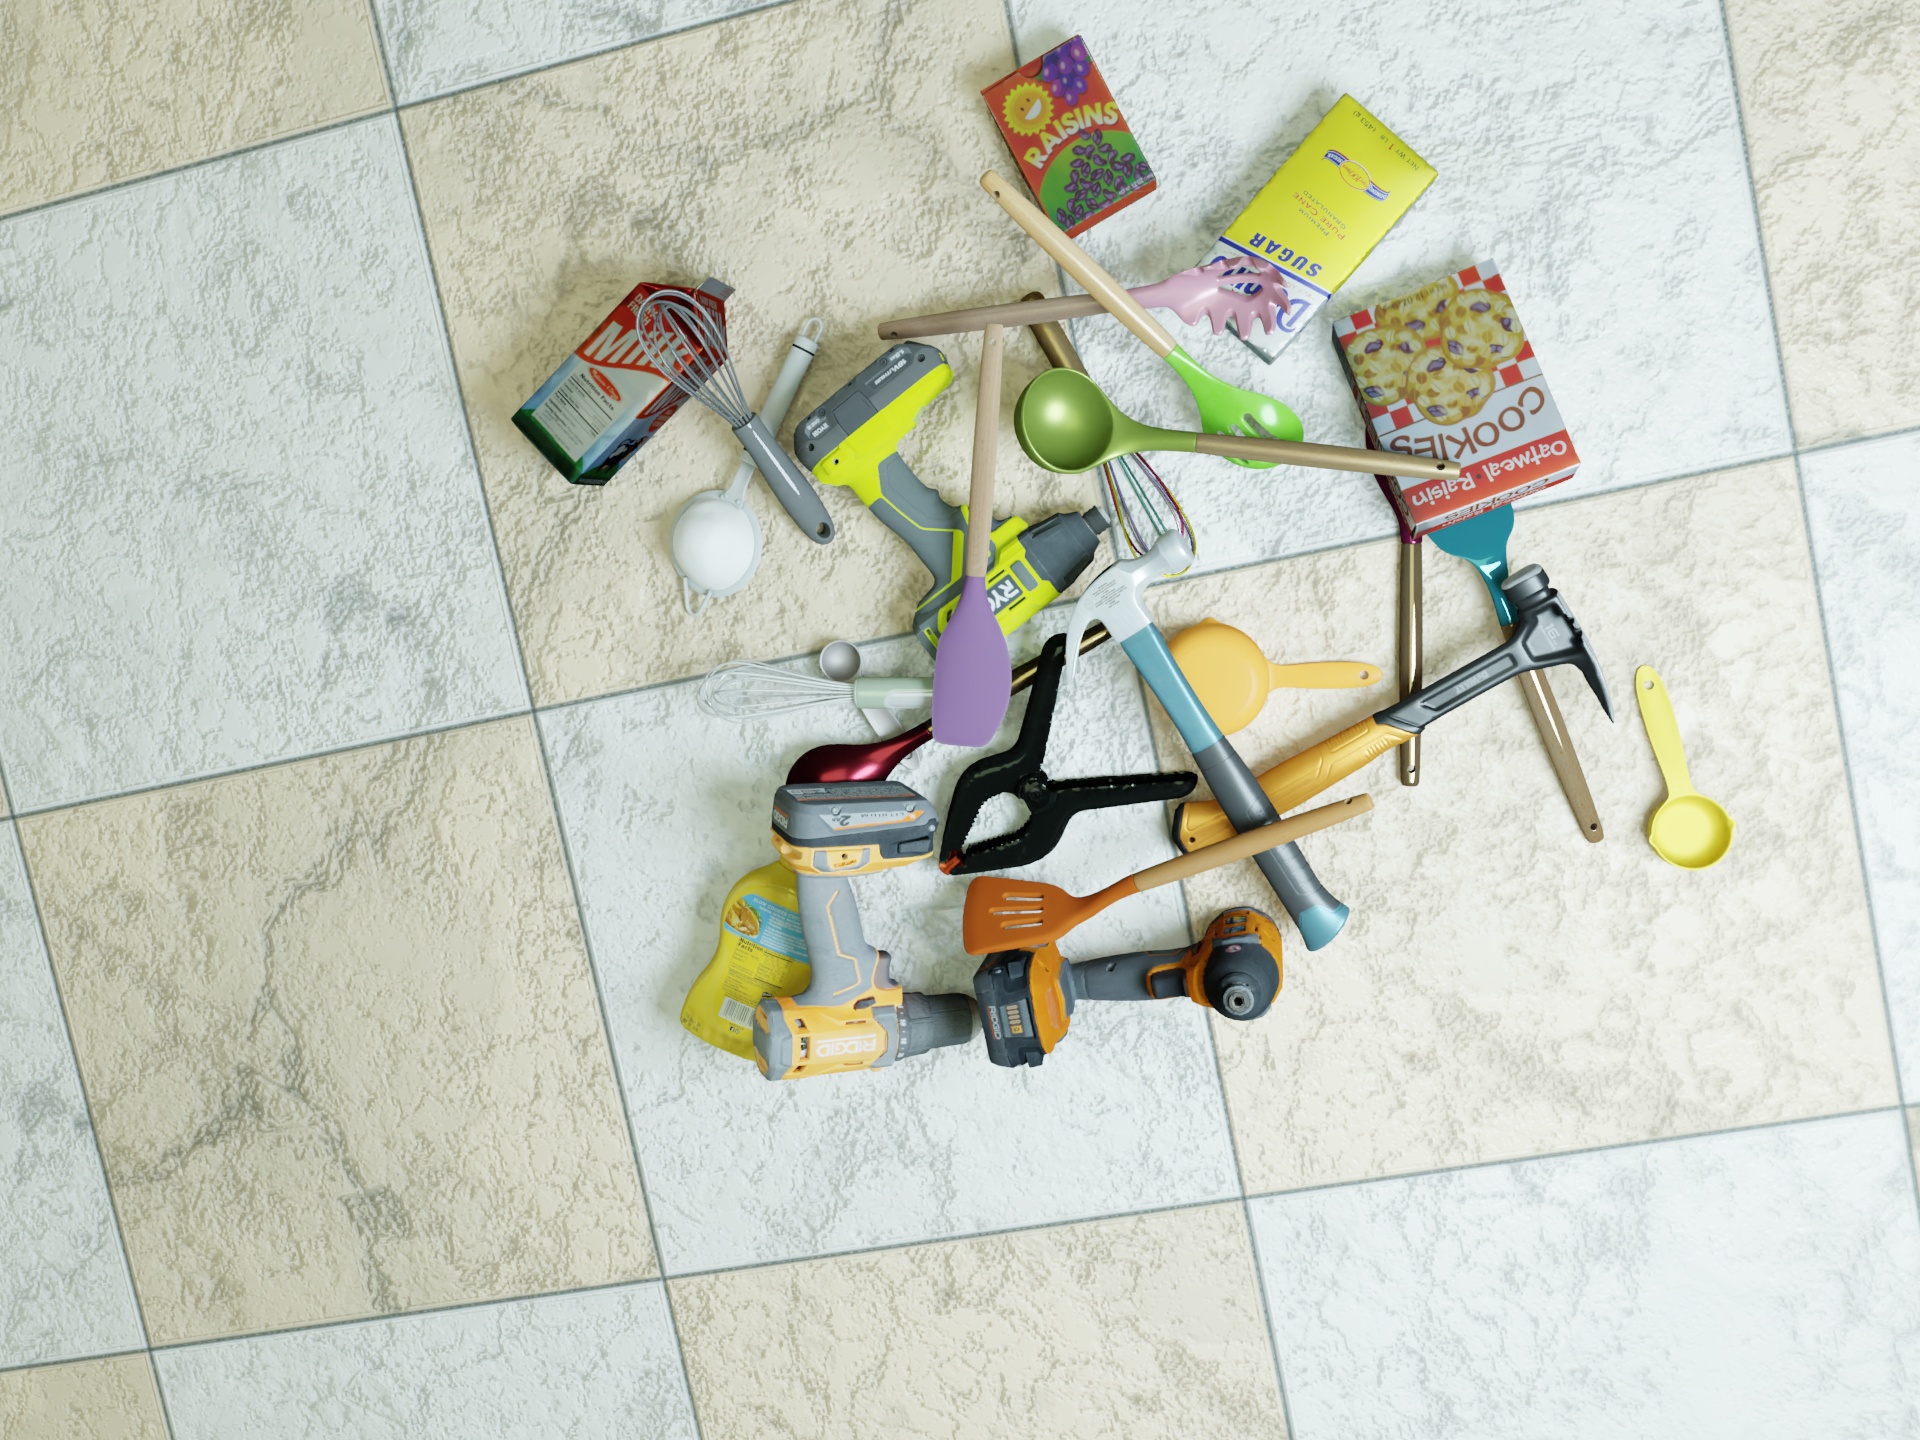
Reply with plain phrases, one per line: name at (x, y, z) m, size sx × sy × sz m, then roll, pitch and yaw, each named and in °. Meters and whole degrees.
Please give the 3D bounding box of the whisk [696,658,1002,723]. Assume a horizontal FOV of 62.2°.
whisk at (-0.088, -0.021, 1.245) m, size 0.246 × 0.059 × 0.057 m, roll 0°, pitch 133°, yaw 9°

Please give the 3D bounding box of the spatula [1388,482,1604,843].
spatula at (0.419, -0.053, 1.191) m, size 0.082 × 0.044 × 0.317 m, roll -24°, pitch 100°, yaw 2°

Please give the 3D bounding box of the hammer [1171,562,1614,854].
hammer at (0.311, 0.020, 1.193) m, size 0.337 × 0.034 × 0.127 m, roll -31°, pitch 96°, yaw 19°

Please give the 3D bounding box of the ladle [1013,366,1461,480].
ladle at (0.196, -0.201, 1.145) m, size 0.320 × 0.062 × 0.078 m, roll 9°, pitch 84°, yaw 12°

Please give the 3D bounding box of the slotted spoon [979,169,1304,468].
slotted spoon at (0.131, -0.283, 1.150) m, size 0.313 × 0.031 × 0.070 m, roll 39°, pitch 138°, yaw -19°

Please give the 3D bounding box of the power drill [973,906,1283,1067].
power drill at (0.130, 0.200, 1.198) m, size 0.226 × 0.164 × 0.084 m, roll -11°, pitch 95°, yaw 11°

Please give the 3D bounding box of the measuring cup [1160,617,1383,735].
measuring cup at (0.234, -0.031, 1.211) m, size 0.173 × 0.052 × 0.095 m, roll -1°, pitch 96°, yaw 11°

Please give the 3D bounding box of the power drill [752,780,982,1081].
power drill at (-0.065, 0.165, 1.238) m, size 0.185 × 0.084 × 0.226 m, roll -1°, pitch 101°, yaw -23°

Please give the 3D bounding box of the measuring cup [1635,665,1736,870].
measuring cup at (0.532, 0.035, 1.194) m, size 0.062 × 0.029 × 0.156 m, roll -14°, pitch 82°, yaw 10°

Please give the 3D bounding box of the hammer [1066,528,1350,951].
hammer at (0.192, 0.028, 1.185) m, size 0.128 × 0.033 × 0.331 m, roll -31°, pitch 97°, yaw 20°

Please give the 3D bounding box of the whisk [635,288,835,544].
whisk at (-0.166, -0.224, 1.209) m, size 0.055 × 0.055 × 0.238 m, roll -30°, pitch 121°, yaw 10°

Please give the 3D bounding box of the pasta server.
pasta server at (0.086, -0.304, 1.182) m, size 0.316 × 0.040 × 0.060 m, roll -3°, pitch 135°, yaw 18°

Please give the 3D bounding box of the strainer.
strainer at (-0.171, -0.202, 1.262) m, size 0.087 × 0.050 × 0.258 m, roll 28°, pitch 96°, yaw 19°

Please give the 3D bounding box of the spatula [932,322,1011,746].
spatula at (0.015, -0.133, 1.183) m, size 0.060 × 0.018 × 0.316 m, roll 4°, pitch 103°, yaw 1°

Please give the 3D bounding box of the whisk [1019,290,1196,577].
whisk at (0.109, -0.218, 1.216) m, size 0.047 × 0.051 × 0.245 m, roll -30°, pitch 88°, yaw 16°

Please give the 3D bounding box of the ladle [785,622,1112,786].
ladle at (-0.002, -0.004, 1.258) m, size 0.315 × 0.031 × 0.069 m, roll -30°, pitch 99°, yaw 6°

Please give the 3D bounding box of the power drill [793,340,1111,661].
power drill at (-0.007, -0.173, 1.223) m, size 0.171 × 0.080 × 0.223 m, roll -37°, pitch 94°, yaw 10°

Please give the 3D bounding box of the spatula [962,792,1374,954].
spatula at (0.149, 0.108, 1.184) m, size 0.322 × 0.081 × 0.041 m, roll -23°, pitch 126°, yaw 23°

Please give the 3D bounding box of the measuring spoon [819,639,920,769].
measuring spoon at (-0.070, -0.012, 1.281) m, size 0.034 × 0.018 × 0.124 m, roll -34°, pitch 97°, yaw 8°

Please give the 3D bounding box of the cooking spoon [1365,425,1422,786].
cooking spoon at (0.342, -0.108, 1.204) m, size 0.069 × 0.017 × 0.319 m, roll 0°, pitch 95°, yaw 9°
